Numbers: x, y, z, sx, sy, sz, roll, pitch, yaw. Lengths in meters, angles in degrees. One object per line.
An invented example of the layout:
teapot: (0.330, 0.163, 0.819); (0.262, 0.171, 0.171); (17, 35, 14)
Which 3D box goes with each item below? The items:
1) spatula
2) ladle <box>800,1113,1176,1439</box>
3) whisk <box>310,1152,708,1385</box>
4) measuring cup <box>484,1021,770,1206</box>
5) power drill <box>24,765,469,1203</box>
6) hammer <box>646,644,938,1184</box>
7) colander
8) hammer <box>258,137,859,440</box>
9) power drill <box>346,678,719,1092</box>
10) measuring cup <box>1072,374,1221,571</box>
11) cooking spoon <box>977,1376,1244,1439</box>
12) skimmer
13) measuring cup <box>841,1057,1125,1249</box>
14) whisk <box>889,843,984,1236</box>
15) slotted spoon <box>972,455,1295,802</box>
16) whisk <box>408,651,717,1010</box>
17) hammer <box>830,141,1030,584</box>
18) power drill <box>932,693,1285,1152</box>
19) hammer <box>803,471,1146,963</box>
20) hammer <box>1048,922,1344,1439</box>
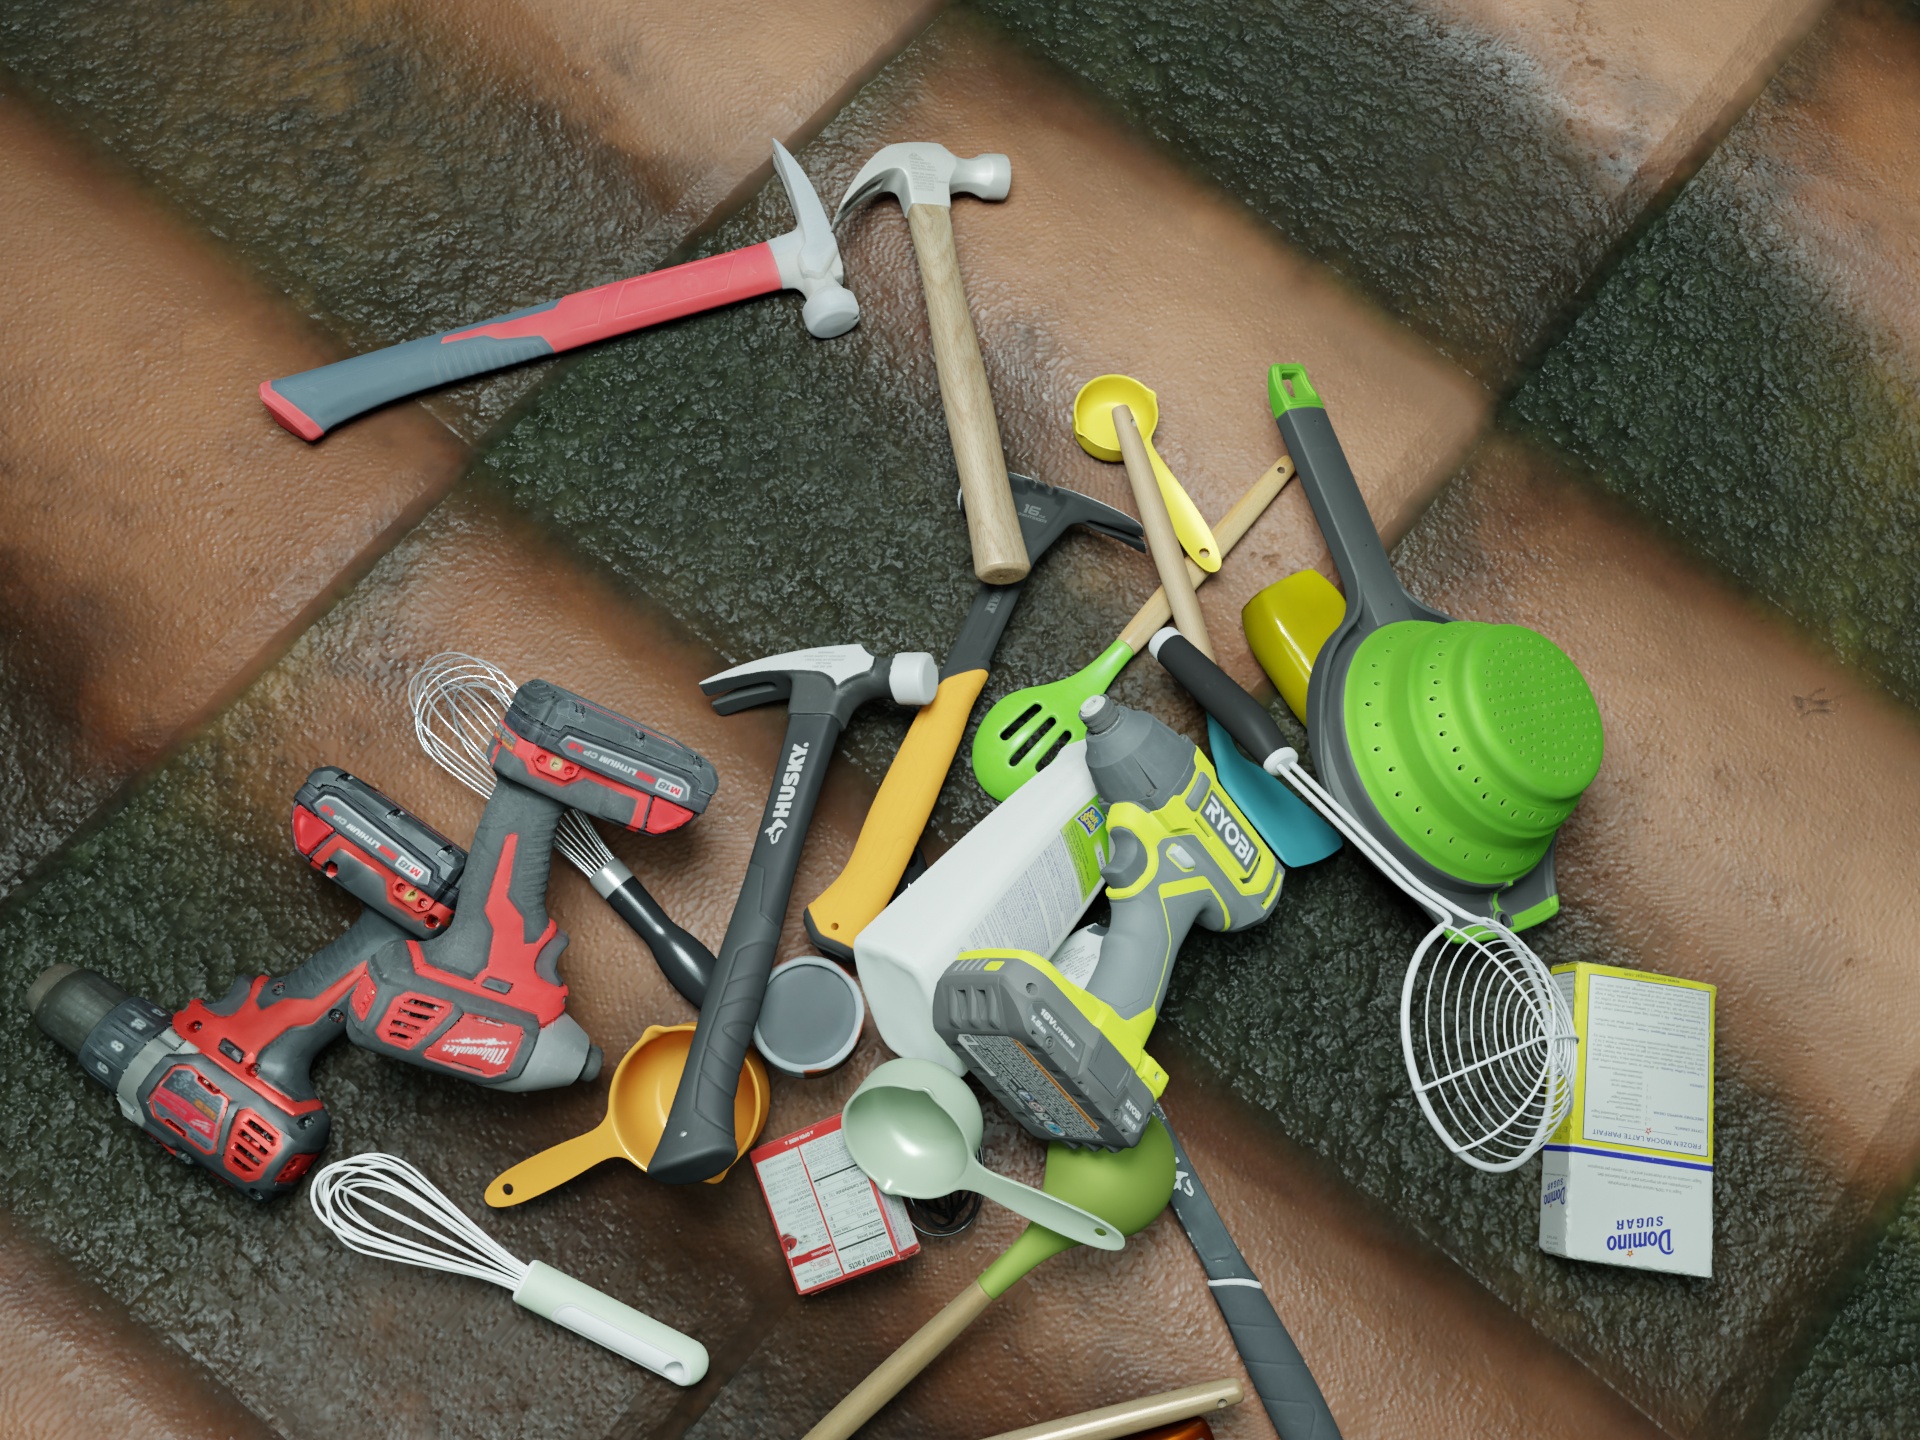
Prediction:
spatula: (0.159, -0.057, 1.015); (0.082, 0.044, 0.317); (-11, 81, -52)
ladle: (-0.004, 0.336, 0.902); (0.320, 0.062, 0.078); (-43, 87, 0)
whisk: (-0.254, 0.314, 0.900); (0.246, 0.059, 0.057); (27, 113, -1)
measuring cup: (-0.192, 0.238, 0.926); (0.173, 0.052, 0.095); (-26, 83, 4)
power drill: (-0.404, 0.137, 0.921); (0.188, 0.080, 0.227); (33, 78, 5)
hammer: (-0.116, 0.098, 0.906); (0.146, 0.035, 0.335); (1, 56, 20)
colander: (0.293, -0.067, 0.985); (0.204, 0.094, 0.397); (-9, 73, -33)
hammer: (-0.272, -0.277, 1.060); (0.386, 0.038, 0.143); (-18, 76, -9)
power drill: (-0.231, 0.101, 0.889); (0.143, 0.079, 0.220); (27, 88, -29)
measuring cup: (0.128, -0.161, 1.065); (0.062, 0.029, 0.156); (-28, 78, -11)
cooking spoon: (0.004, 0.412, 0.886); (0.319, 0.017, 0.068); (-13, 110, -5)
skimmer: (0.205, 0.084, 0.896); (0.127, 0.090, 0.364); (-2, 38, -38)
measuring cup: (0.016, 0.241, 0.874); (0.167, 0.083, 0.038); (24, 30, 8)
whisk: (-0.023, 0.185, 0.956); (0.055, 0.055, 0.239); (-5, 71, -6)
slotted spoon: (0.122, -0.067, 1.043); (0.070, 0.031, 0.314); (41, 74, 8)
whisk: (-0.233, 0.072, 0.964); (0.070, 0.070, 0.284); (-41, 87, -13)
hammer: (-0.004, -0.241, 1.043); (0.130, 0.031, 0.332); (-3, 68, -20)
power drill: (0.084, 0.108, 0.888); (0.171, 0.080, 0.223); (50, 54, -23)
hammer: (-0.002, -0.003, 0.990); (0.127, 0.034, 0.337); (20, 71, 17)
hammer: (0.148, 0.316, 0.938); (0.149, 0.036, 0.409); (-26, 79, -10)
